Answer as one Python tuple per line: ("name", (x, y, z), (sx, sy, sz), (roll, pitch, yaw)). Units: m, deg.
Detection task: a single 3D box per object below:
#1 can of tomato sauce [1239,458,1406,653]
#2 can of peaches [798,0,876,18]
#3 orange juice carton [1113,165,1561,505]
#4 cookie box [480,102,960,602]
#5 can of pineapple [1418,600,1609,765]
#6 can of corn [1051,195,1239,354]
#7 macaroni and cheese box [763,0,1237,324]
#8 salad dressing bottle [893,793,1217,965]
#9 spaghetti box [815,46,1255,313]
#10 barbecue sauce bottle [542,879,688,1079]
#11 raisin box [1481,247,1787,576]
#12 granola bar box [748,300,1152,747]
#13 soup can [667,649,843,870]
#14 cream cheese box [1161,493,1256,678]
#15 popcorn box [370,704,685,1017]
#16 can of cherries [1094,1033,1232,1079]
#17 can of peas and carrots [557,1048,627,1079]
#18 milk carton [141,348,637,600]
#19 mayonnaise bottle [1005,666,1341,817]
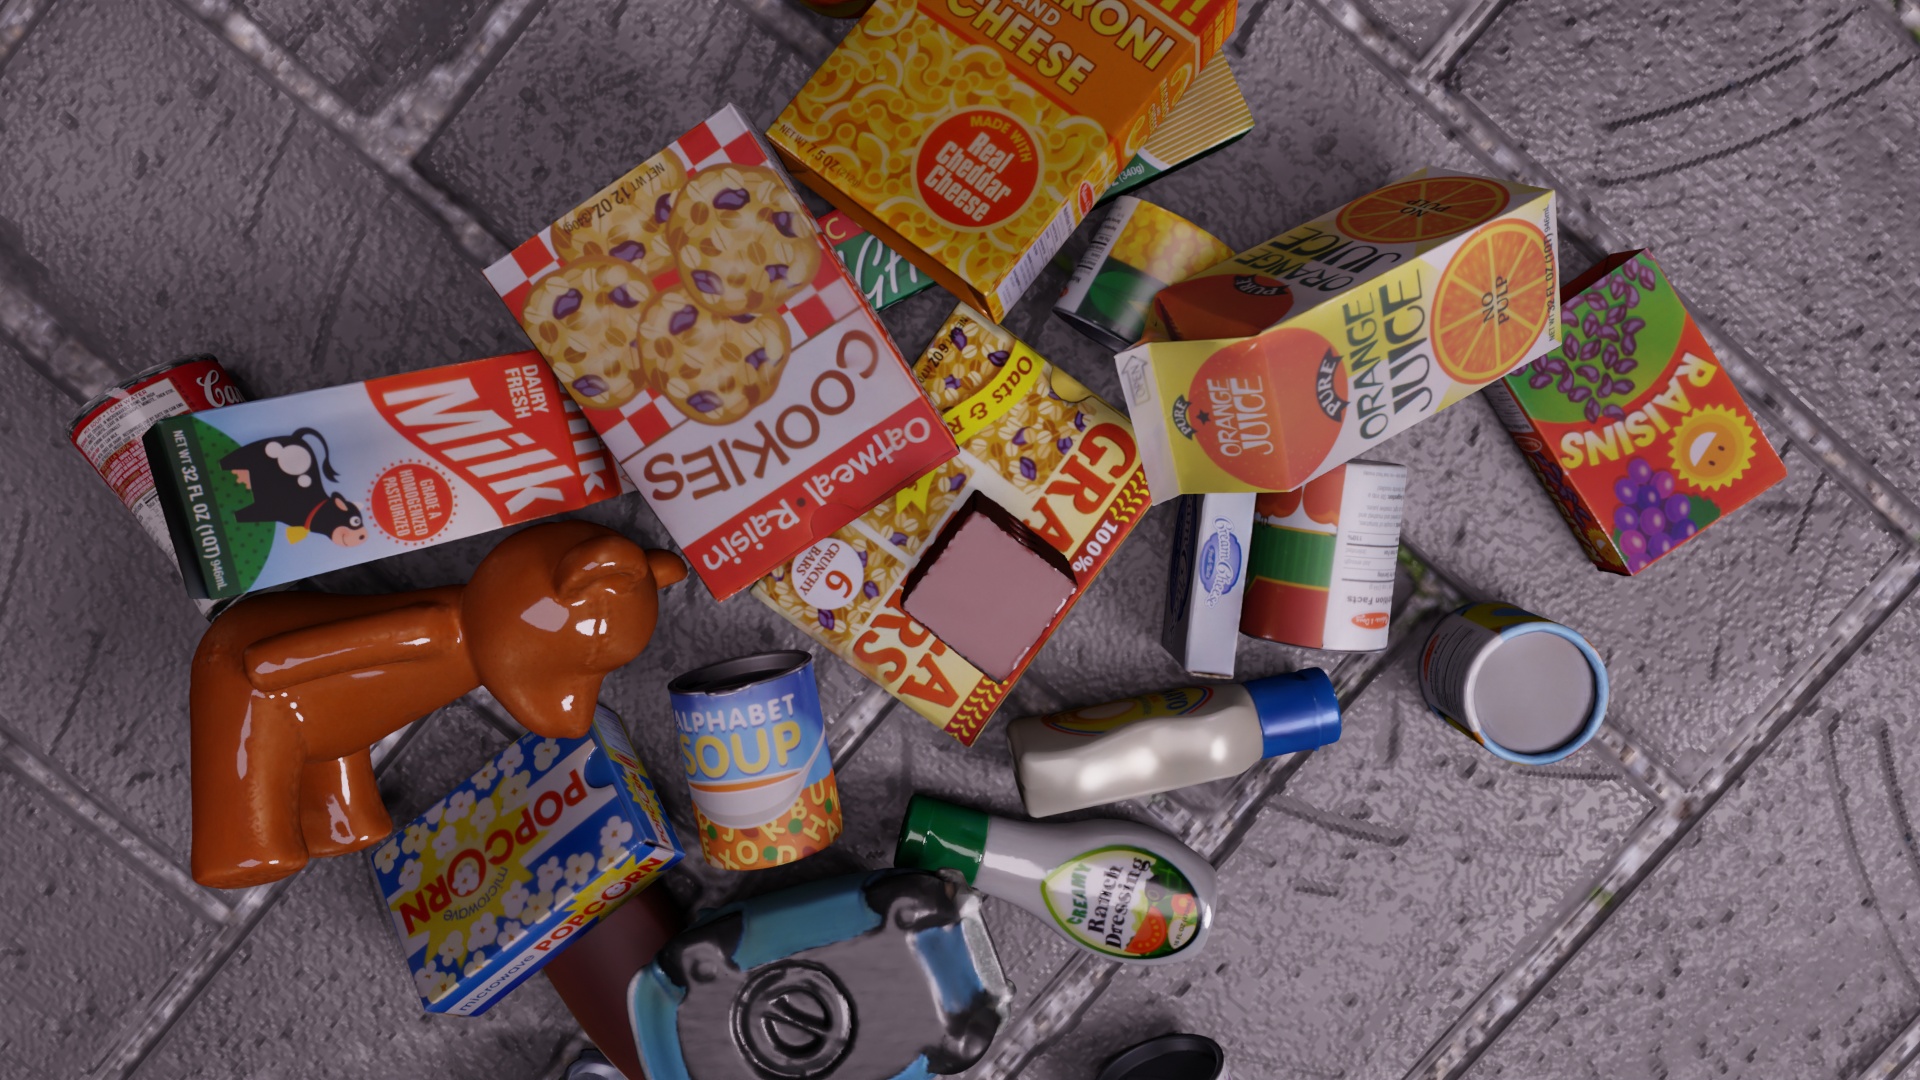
("can of tomato sauce", (0.161, 0.004, 0.626), (0.071, 0.071, 0.083), (5, 96, -1))
("can of peaches", (-0.053, -0.263, 0.599), (0.071, 0.058, 0.071), (0, 97, -1))
("orange juice carton", (0.151, -0.084, 0.575), (0.193, 0.073, 0.071), (-27, 121, -16))
("cookie box", (-0.096, -0.076, 0.581), (0.123, 0.040, 0.167), (-32, 101, 6))
("can of pineapple", (0.254, 0.065, 0.637), (0.071, 0.058, 0.071), (0, 96, -1))
("can of corn", (0.085, -0.109, 0.612), (0.071, 0.071, 0.058), (29, 95, -4))
("macaroni and cheese box", (0.018, -0.195, 0.589), (0.124, 0.040, 0.166), (38, 87, 13))
("salad dressing bottle", (0.044, 0.155, 0.651), (0.148, 0.044, 0.064), (15, 97, -2))
("spaghetti box", (0.009, -0.152, 0.626), (0.250, 0.029, 0.050), (-26, 95, 2))
("barbecue sauce bottle", (-0.137, 0.234, 0.658), (0.065, 0.044, 0.148), (-30, 96, 6))
("raisin box", (0.301, -0.058, 0.634), (0.086, 0.040, 0.123), (-34, 94, 2))
("granola bar box", (0.002, -0.008, 0.636), (0.124, 0.039, 0.165), (36, 95, -4))
("soup can", (-0.093, 0.099, 0.630), (0.071, 0.071, 0.083), (-10, 97, 1))
("cream cheese box", (0.113, 0.006, 0.631), (0.024, 0.053, 0.103), (5, 96, -5))
("popcorn box", (-0.197, 0.143, 0.630), (0.126, 0.038, 0.085), (-38, 58, 3))
("can of cherries", (0.100, 0.277, 0.653), (0.071, 0.071, 0.058), (-21, 97, 2))
("can of peas and carrots", (-0.178, 0.287, 0.654), (0.071, 0.071, 0.058), (39, 95, -4))
("milk carton", (-0.230, -0.033, 0.591), (0.191, 0.073, 0.072), (-18, 98, -33))
("mayonnaise bottle", (0.097, 0.090, 0.638), (0.148, 0.065, 0.041), (-12, 99, -3))
